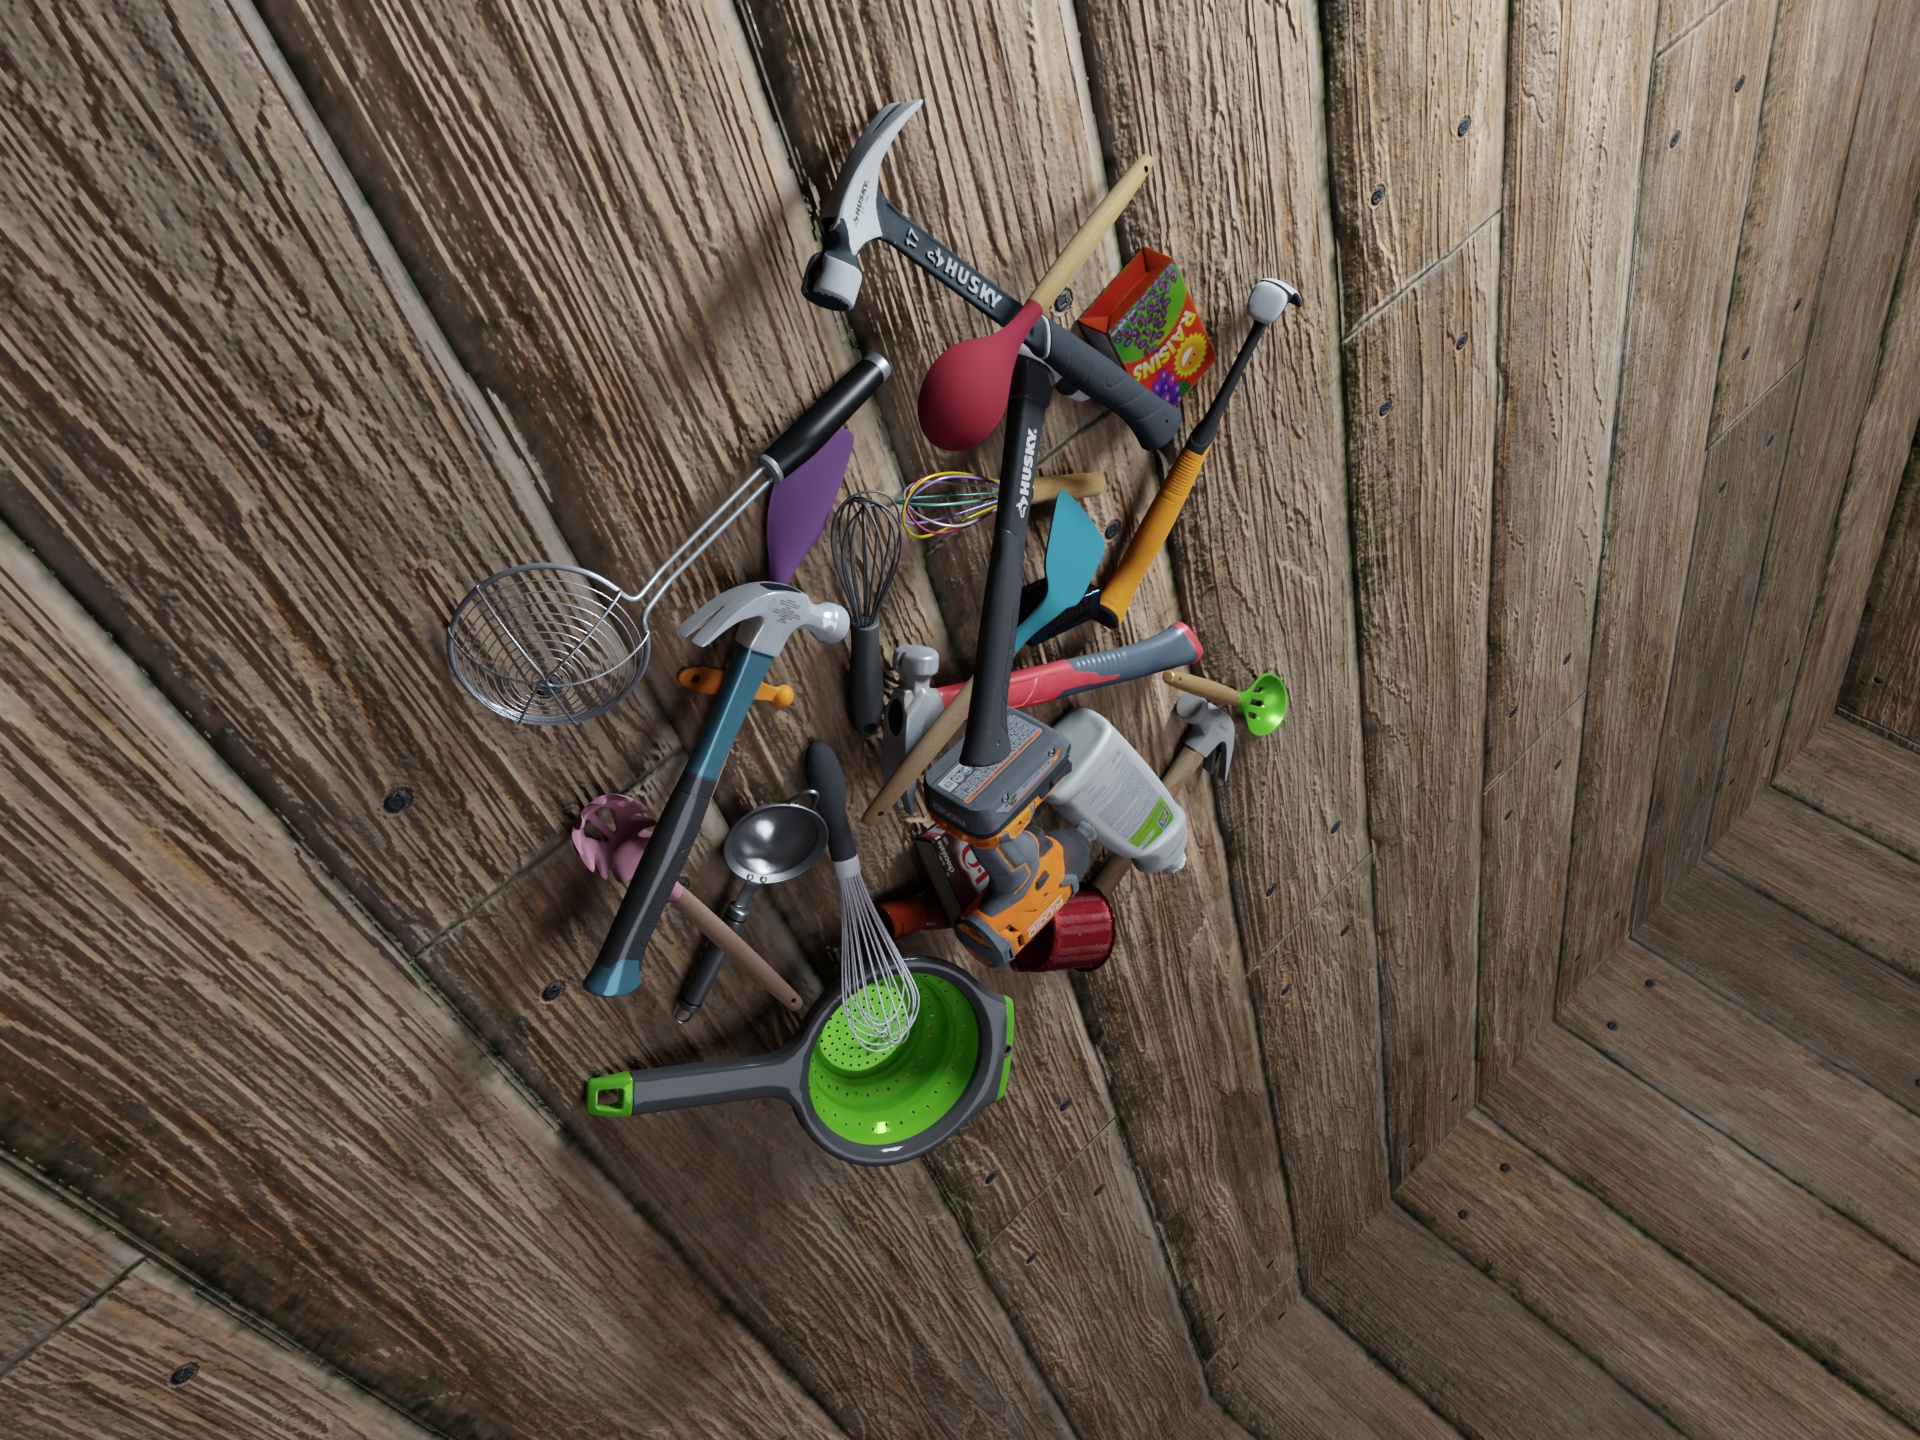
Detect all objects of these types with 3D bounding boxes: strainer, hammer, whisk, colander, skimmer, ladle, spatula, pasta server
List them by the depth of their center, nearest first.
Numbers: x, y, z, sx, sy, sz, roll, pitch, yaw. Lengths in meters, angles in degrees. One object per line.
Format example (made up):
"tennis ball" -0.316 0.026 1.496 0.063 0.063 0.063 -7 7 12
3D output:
"skimmer" -0.188 -0.137 1.086 0.363 0.090 0.127 -49 134 -23
"ladle" 0.064 -0.308 1.133 0.315 0.031 0.069 -56 131 -27
"hammer" 0.048 -0.293 1.162 0.408 0.036 0.149 21 83 -49
"hammer" -0.194 0.052 1.164 0.128 0.033 0.331 18 99 -49
"spatula" -0.149 -0.070 1.180 0.059 0.018 0.316 7 108 -46
"hammer" 0.033 -0.130 1.225 0.146 0.035 0.335 8 89 -48
"whisk" -0.072 -0.078 1.247 0.055 0.055 0.238 -28 141 -30
"pasta server" -0.206 0.153 1.253 0.060 0.040 0.315 -49 134 -13
"whisk" 0.035 -0.180 1.285 0.245 0.051 0.047 -15 99 -47
"spatula" 0.018 -0.043 1.307 0.317 0.044 0.082 -51 136 -4
"strainer" -0.182 0.150 1.310 0.086 0.050 0.258 17 113 -31
"whisk" -0.090 0.151 1.336 0.070 0.070 0.284 -24 111 -33
"hammer" 0.203 -0.231 1.409 0.336 0.034 0.127 -63 171 21
"colander" -0.147 0.300 1.436 0.397 0.095 0.204 -1 104 -26
"hammer" 0.084 -0.022 1.437 0.386 0.038 0.143 -14 117 -42
"hammer" 0.186 0.127 1.696 0.331 0.031 0.130 -56 143 3

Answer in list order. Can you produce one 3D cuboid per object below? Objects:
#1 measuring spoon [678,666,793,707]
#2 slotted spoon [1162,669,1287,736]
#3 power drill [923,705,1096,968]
"measuring spoon" -0.168 -0.024 1.210 0.116 0.011 0.021 13 109 -51
"slotted spoon" 0.271 -0.028 1.630 0.313 0.031 0.070 10 93 -60
"power drill" 0.054 0.095 1.381 0.164 0.084 0.226 -43 143 -26
